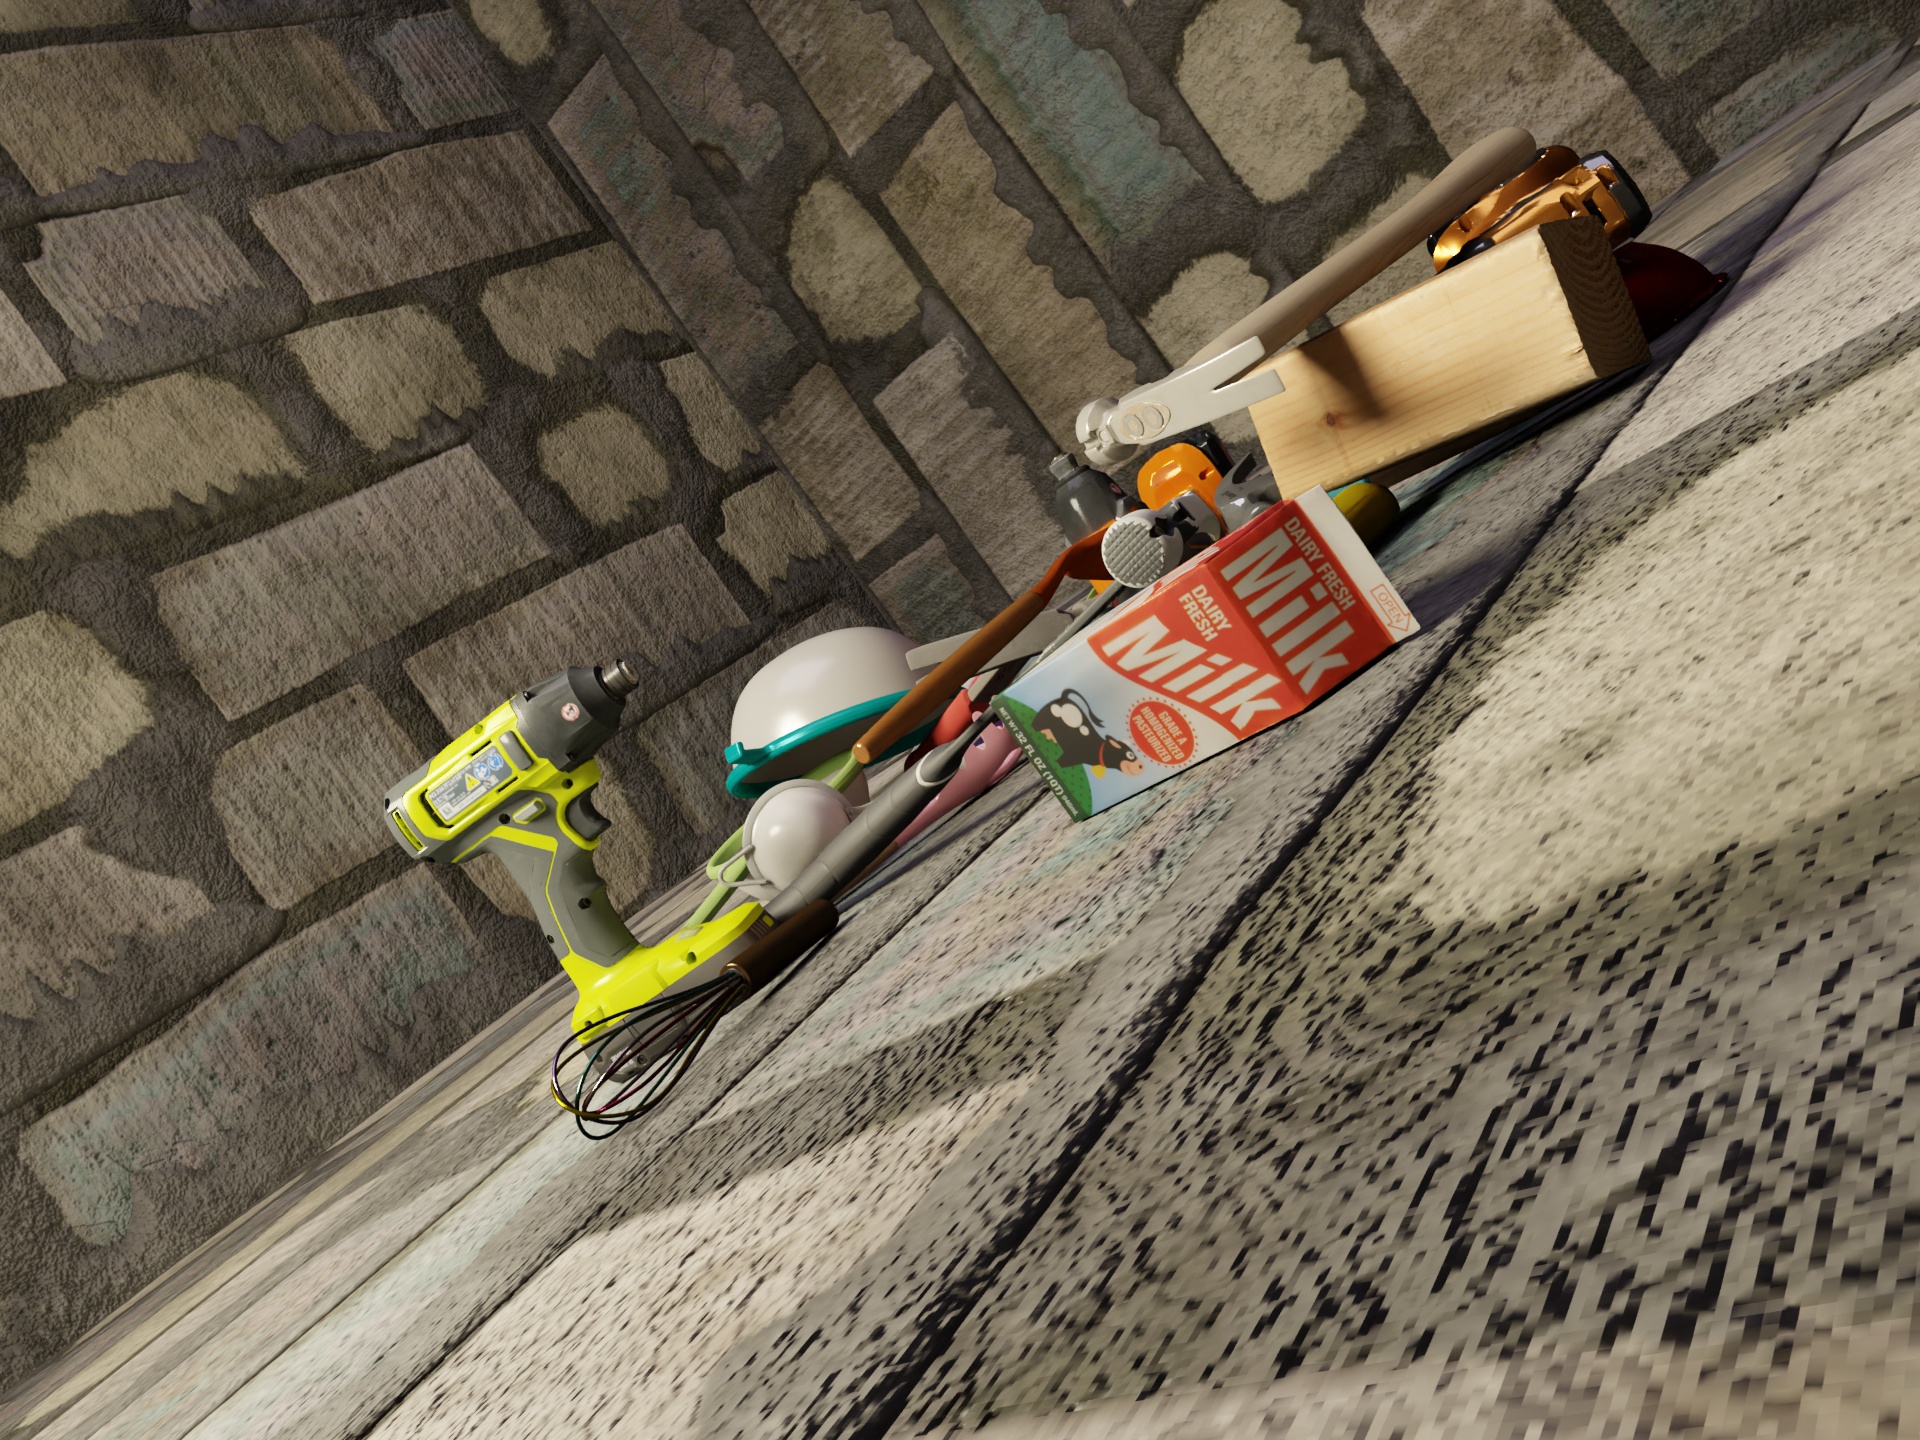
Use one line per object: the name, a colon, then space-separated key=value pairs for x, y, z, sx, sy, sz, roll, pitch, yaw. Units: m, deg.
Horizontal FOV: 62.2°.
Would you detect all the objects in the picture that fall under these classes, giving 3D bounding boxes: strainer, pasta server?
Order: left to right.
strainer: x=-0.134 y=0.116 z=1.175 sx=0.151 sy=0.069 sz=0.256 roll=-32 pitch=13 yaw=33
strainer: x=-0.107 y=-0.005 z=1.352 sx=0.211 sy=0.095 sz=0.340 roll=-20 pitch=-9 yaw=-8
pasta server: x=-0.072 y=0.092 z=1.071 sx=0.316 sy=0.040 sz=0.060 roll=-38 pitch=-21 yaw=-13
strainer: x=-0.051 y=0.058 z=1.127 sx=0.258 sy=0.087 sz=0.050 roll=-25 pitch=6 yaw=-28

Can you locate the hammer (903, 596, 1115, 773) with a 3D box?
hammer: x=-0.002 y=-0.004 z=1.205 sx=0.149 sy=0.037 sz=0.359 roll=-18 pitch=-11 yaw=-18

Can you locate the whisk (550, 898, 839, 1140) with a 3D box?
whisk: x=-0.129 y=0.151 z=0.846 sx=0.047 sy=0.051 sz=0.245 roll=-10 pitch=12 yaw=29

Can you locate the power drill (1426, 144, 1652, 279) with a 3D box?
power drill: x=0.367 y=-0.312 z=1.089 sx=0.185 sy=0.084 sz=0.226 roll=-35 pitch=8 yaw=25

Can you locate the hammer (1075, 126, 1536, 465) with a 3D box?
hammer: x=0.244 y=-0.277 z=0.965 sx=0.411 sy=0.038 sz=0.146 roll=-39 pitch=15 yaw=-30

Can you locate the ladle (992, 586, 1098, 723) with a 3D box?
ladle: x=0.074 y=-0.050 z=1.492 sx=0.078 sy=0.062 sz=0.320 roll=-42 pitch=4 yaw=-33

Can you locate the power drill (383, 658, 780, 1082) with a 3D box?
power drill: x=-0.215 y=0.086 z=0.953 sx=0.171 sy=0.223 sz=0.080 roll=-35 pitch=3 yaw=10

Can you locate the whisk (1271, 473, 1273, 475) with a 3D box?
whisk: x=0.281 y=-0.203 z=1.426 sx=0.296 sy=0.073 sz=0.073 roll=-36 pitch=3 yaw=3

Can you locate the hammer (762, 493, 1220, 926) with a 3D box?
hammer: x=0.001 y=0.012 z=0.925 sx=0.409 sy=0.036 sz=0.149 roll=-45 pitch=-5 yaw=30

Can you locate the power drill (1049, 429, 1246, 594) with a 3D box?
power drill: x=0.158 y=-0.161 z=1.277 sx=0.084 sy=0.164 sz=0.226 roll=-32 pitch=2 yaw=36

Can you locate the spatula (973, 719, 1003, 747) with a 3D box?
spatula: x=0.063 y=-0.008 z=1.305 sx=0.060 sy=0.018 sz=0.316 roll=-41 pitch=4 yaw=-19

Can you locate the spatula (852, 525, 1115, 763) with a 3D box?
spatula: x=0.039 y=-0.055 z=0.959 sx=0.323 sy=0.041 sz=0.081 roll=-43 pitch=-2 yaw=-44

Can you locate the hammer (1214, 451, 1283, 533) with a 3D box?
hammer: x=0.341 y=-0.230 z=1.199 sx=0.331 sy=0.033 sz=0.128 roll=-28 pitch=20 yaw=-1

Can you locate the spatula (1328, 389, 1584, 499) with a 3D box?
spatula: x=0.300 y=-0.159 z=1.041 sx=0.317 sy=0.044 sz=0.082 roll=-26 pitch=7 yaw=41

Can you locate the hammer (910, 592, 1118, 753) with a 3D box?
hammer: x=0.048 y=-0.034 z=1.304 sx=0.143 sy=0.038 sz=0.386 roll=-55 pitch=8 yaw=-14

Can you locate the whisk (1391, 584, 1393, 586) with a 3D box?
whisk: x=0.125 y=-0.032 z=0.781 sx=0.246 sy=0.057 sz=0.059 roll=-21 pitch=56 yaw=61
